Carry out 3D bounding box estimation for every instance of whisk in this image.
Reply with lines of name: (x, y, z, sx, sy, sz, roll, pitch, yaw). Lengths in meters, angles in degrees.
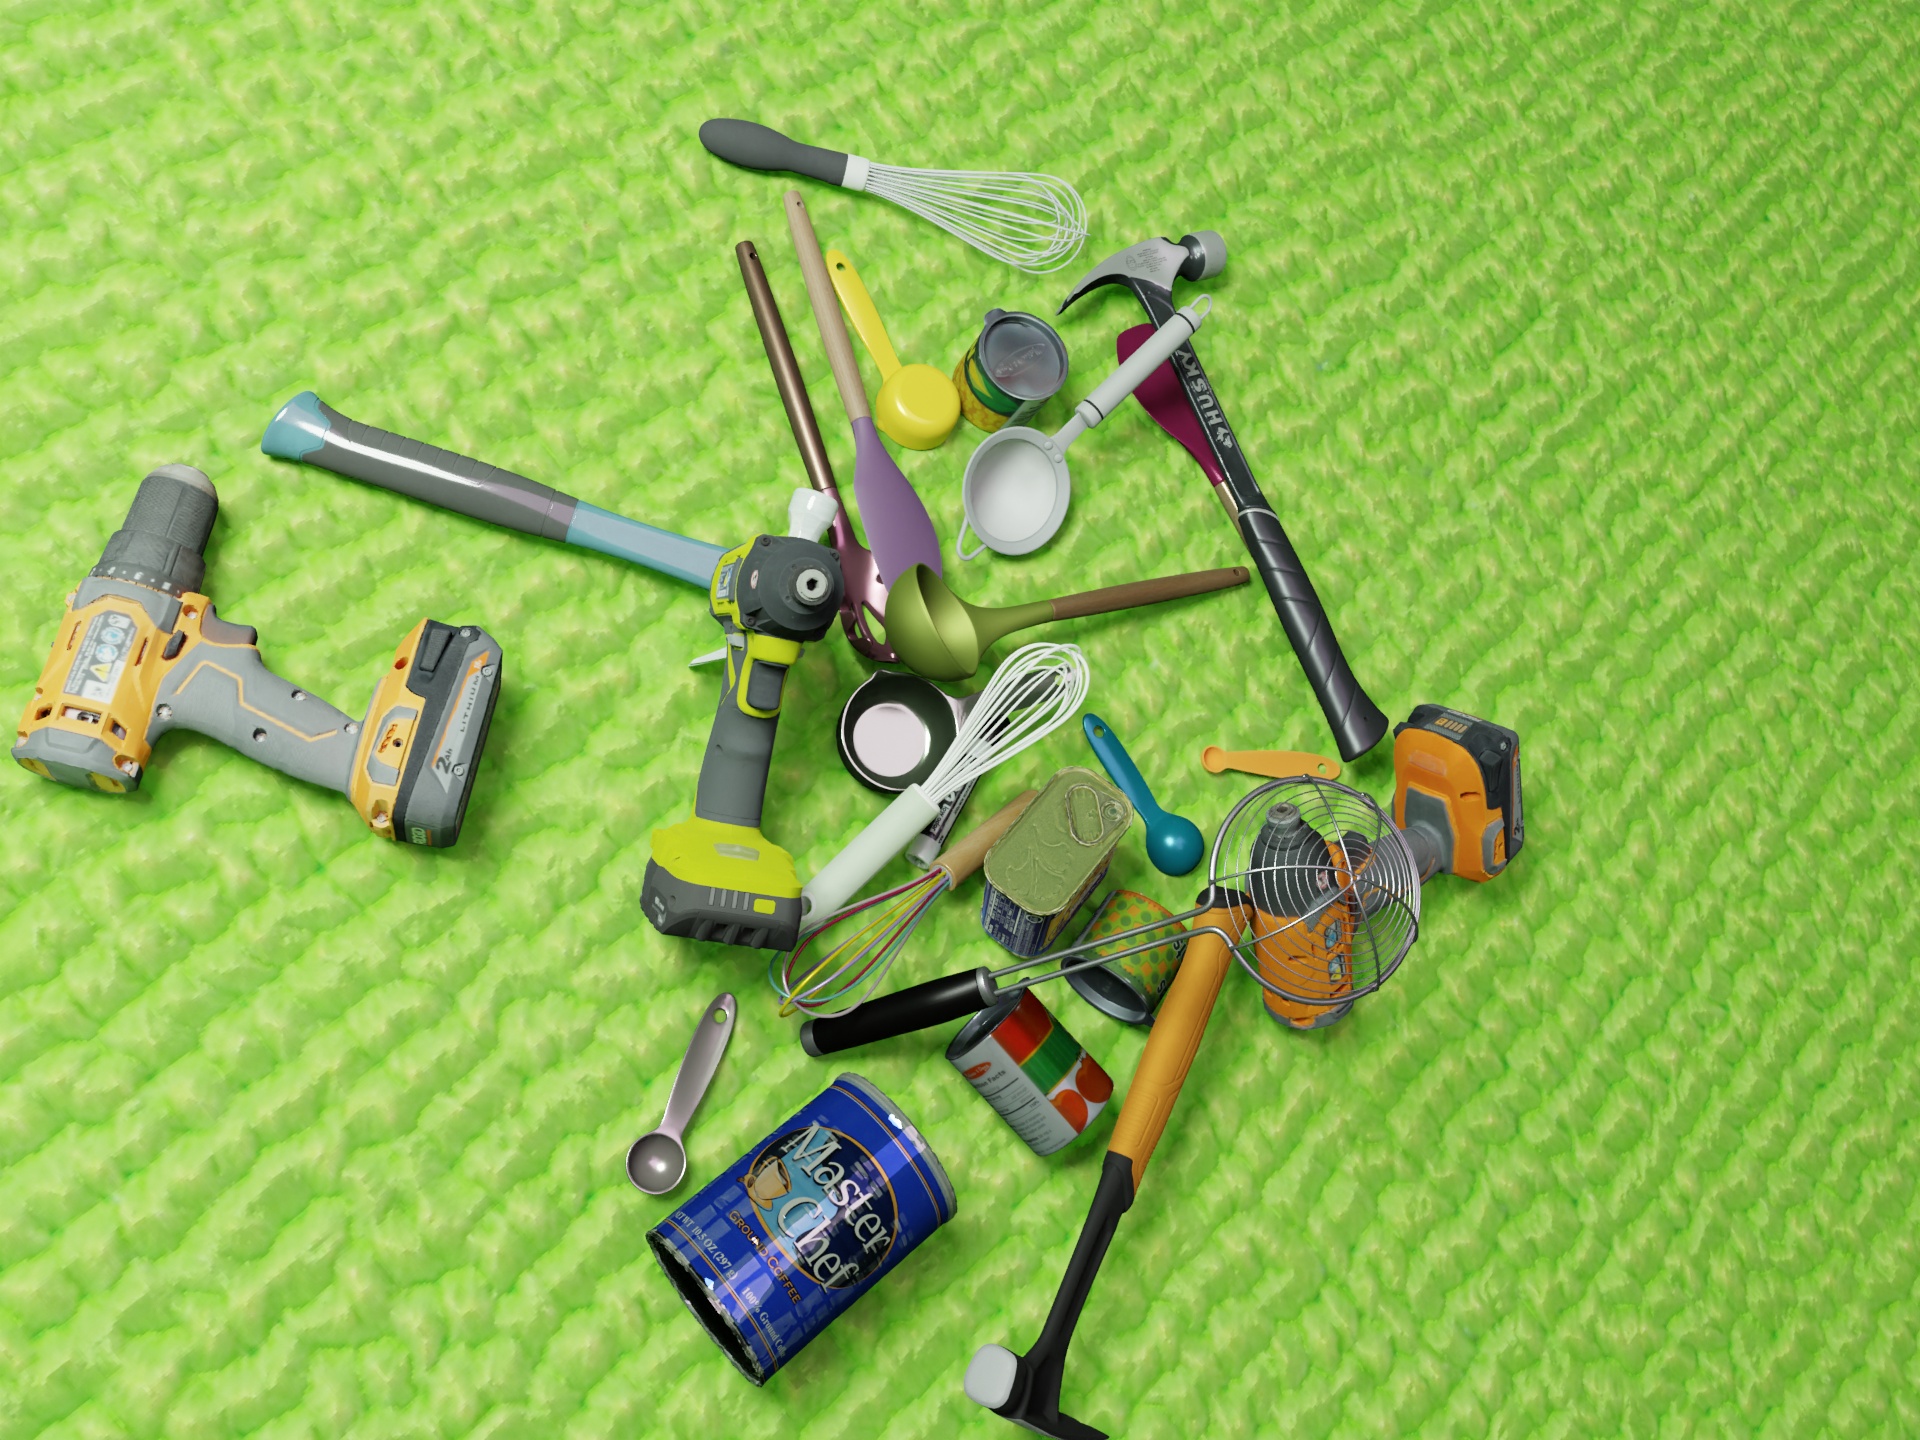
whisk: (-0.043, -0.376, 1.117, 0.284, 0.070, 0.070, 11, 71, -14)
whisk: (-0.027, 0.107, 0.969, 0.051, 0.047, 0.245, 21, 39, 33)
whisk: (-0.015, 0.042, 0.968, 0.246, 0.059, 0.058, -44, 61, -1)

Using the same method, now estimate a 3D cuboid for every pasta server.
pasta server: (-0.093, -0.179, 1.048, 0.060, 0.040, 0.316, -11, 77, -39)

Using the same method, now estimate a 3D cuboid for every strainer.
strainer: (0.082, -0.204, 1.090, 0.258, 0.050, 0.086, -44, 120, -7)

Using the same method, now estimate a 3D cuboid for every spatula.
spatula: (-0.071, -0.221, 1.062, 0.059, 0.018, 0.316, -3, 68, -41)

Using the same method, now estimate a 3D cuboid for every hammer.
hammer: (0.202, -0.161, 1.137, 0.149, 0.036, 0.409, -19, 80, -27)
hammer: (-0.248, -0.127, 0.963, 0.331, 0.033, 0.128, 18, 84, -12)
hammer: (0.107, 0.255, 0.949, 0.127, 0.034, 0.337, 47, 62, -45)

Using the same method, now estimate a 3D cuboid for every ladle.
ladle: (0.084, -0.082, 1.054, 0.320, 0.062, 0.078, -13, 74, -35)

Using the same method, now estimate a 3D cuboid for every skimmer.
skimmer: (0.080, 0.134, 0.917, 0.363, 0.090, 0.127, -20, 81, 20)

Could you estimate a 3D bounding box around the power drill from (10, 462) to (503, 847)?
power drill: (-0.372, -0.035, 0.877, 0.226, 0.084, 0.185, 14, 69, -12)

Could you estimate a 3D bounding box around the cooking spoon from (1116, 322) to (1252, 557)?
cooking spoon: (0.204, -0.152, 1.166, 0.069, 0.017, 0.319, -27, 85, -29)

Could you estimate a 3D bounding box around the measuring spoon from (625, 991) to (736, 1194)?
measuring spoon: (-0.159, 0.215, 0.922, 0.034, 0.018, 0.124, 28, 60, -11)

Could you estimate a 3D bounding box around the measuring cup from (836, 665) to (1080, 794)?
measuring cup: (-0.002, -0.003, 1.024, 0.167, 0.038, 0.083, -18, 85, -20)

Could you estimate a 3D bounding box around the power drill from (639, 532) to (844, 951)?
power drill: (-0.116, 0.008, 0.888, 0.080, 0.171, 0.223, 10, 90, -18)

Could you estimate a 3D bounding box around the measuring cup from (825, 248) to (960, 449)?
measuring cup: (-0.050, -0.260, 1.091, 0.062, 0.029, 0.156, -27, 87, -26)

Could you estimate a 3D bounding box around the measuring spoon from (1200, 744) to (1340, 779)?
measuring spoon: (0.218, 0.032, 1.123, 0.116, 0.011, 0.021, 5, 72, -24)

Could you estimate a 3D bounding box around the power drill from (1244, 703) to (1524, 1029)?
power drill: (0.277, 0.081, 1.057, 0.226, 0.084, 0.164, -34, 126, -26)

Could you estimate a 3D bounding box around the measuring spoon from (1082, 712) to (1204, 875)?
measuring spoon: (0.124, 0.047, 1.073, 0.042, 0.021, 0.128, -34, 90, -26)
